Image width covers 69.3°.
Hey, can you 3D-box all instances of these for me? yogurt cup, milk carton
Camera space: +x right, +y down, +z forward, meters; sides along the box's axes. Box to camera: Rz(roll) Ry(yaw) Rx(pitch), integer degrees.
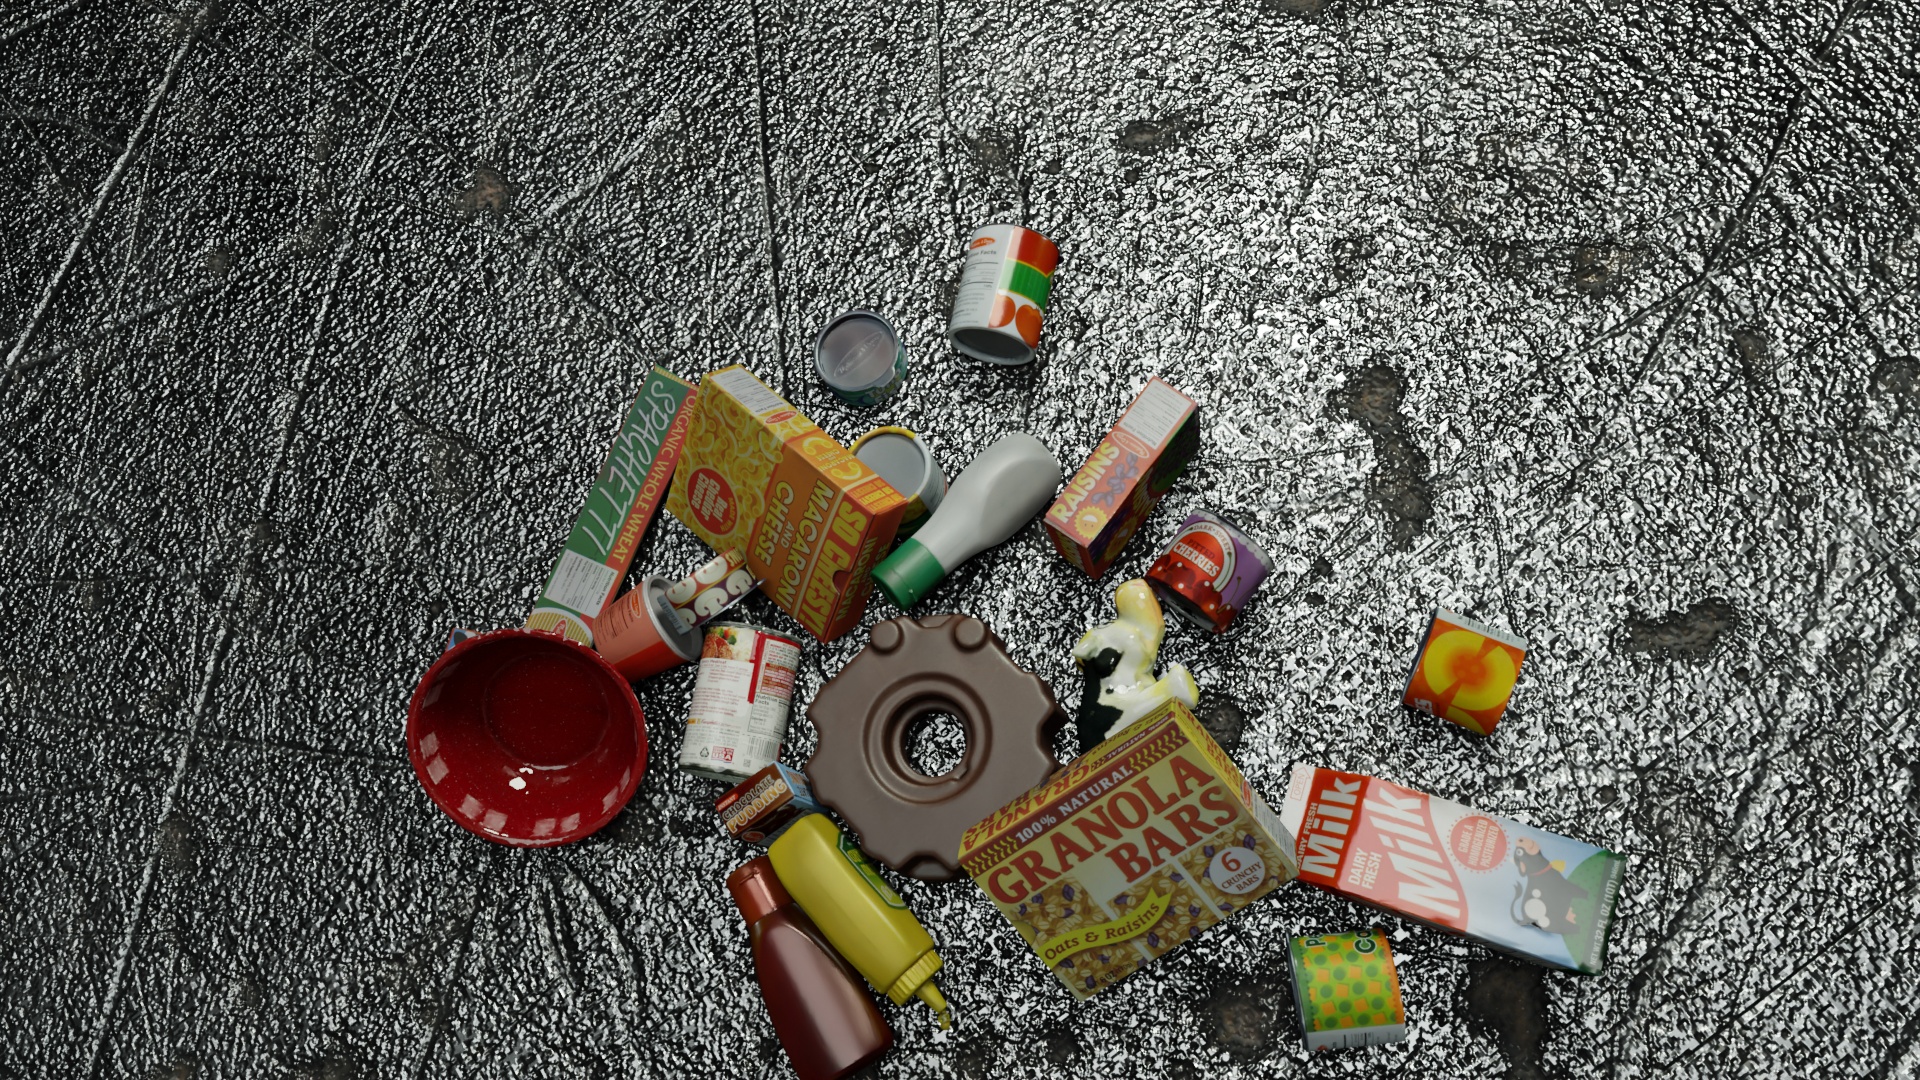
[{"bbox_3d":[-0.224,0.066,0.987,0.054,0.072,0.072,-29,69,10],"label":"yogurt cup"},{"bbox_3d":[0.287,0.195,0.837,0.191,0.073,0.072,15,77,16],"label":"milk carton"}]

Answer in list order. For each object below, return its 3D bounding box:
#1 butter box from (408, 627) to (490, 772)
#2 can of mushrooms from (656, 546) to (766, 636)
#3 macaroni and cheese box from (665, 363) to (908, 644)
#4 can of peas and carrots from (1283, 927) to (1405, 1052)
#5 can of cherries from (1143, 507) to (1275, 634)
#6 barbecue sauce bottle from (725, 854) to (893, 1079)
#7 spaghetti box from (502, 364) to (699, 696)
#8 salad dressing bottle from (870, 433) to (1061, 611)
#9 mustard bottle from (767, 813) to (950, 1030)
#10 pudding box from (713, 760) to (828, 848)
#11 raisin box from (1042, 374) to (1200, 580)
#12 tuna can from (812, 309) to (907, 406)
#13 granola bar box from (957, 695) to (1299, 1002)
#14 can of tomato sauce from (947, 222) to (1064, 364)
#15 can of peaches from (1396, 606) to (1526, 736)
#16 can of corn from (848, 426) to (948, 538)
[{"bbox_3d":[-0.360,0.119,1.017,0.053,0.024,0.104,11,75,14],"label":"butter box"},{"bbox_3d":[-0.173,0.034,0.962,0.071,0.071,0.033,-34,94,0],"label":"can of mushrooms"},{"bbox_3d":[-0.126,-0.025,0.970,0.167,0.040,0.123,39,128,20],"label":"macaroni and cheese box"},{"bbox_3d":[0.229,0.265,0.830,0.059,0.071,0.071,-9,71,8],"label":"can of peas and carrots"},{"bbox_3d":[0.163,0.020,0.918,0.071,0.071,0.058,37,84,19],"label":"can of cherries"},{"bbox_3d":[-0.105,0.278,0.905,0.065,0.043,0.149,-33,69,0],"label":"barbecue sauce bottle"},{"bbox_3d":[-0.258,-0.008,1.025,0.050,0.028,0.250,26,78,-13],"label":"spaghetti box"},{"bbox_3d":[0.003,-0.012,0.956,0.148,0.064,0.044,-42,48,-16],"label":"salad dressing bottle"},{"bbox_3d":[-0.057,0.248,0.897,0.049,0.065,0.160,-44,76,2],"label":"mustard bottle"},{"bbox_3d":[-0.123,0.176,0.919,0.049,0.083,0.030,-34,70,0],"label":"pudding box"},{"bbox_3d":[0.111,-0.041,0.940,0.040,0.086,0.123,36,83,17],"label":"raisin box"},{"bbox_3d":[-0.072,-0.134,1.035,0.071,0.032,0.071,-3,72,11],"label":"tuna can"},{"bbox_3d":[0.100,0.189,0.841,0.165,0.039,0.124,-37,100,17],"label":"granola bar box"},{"bbox_3d":[0.033,-0.178,1.011,0.071,0.071,0.083,10,76,14],"label":"can of tomato sauce"},{"bbox_3d":[0.314,0.084,0.871,0.058,0.071,0.071,21,78,16],"label":"can of peaches"},{"bbox_3d":[-0.049,-0.041,0.987,0.071,0.058,0.071,-3,72,10],"label":"can of corn"}]
